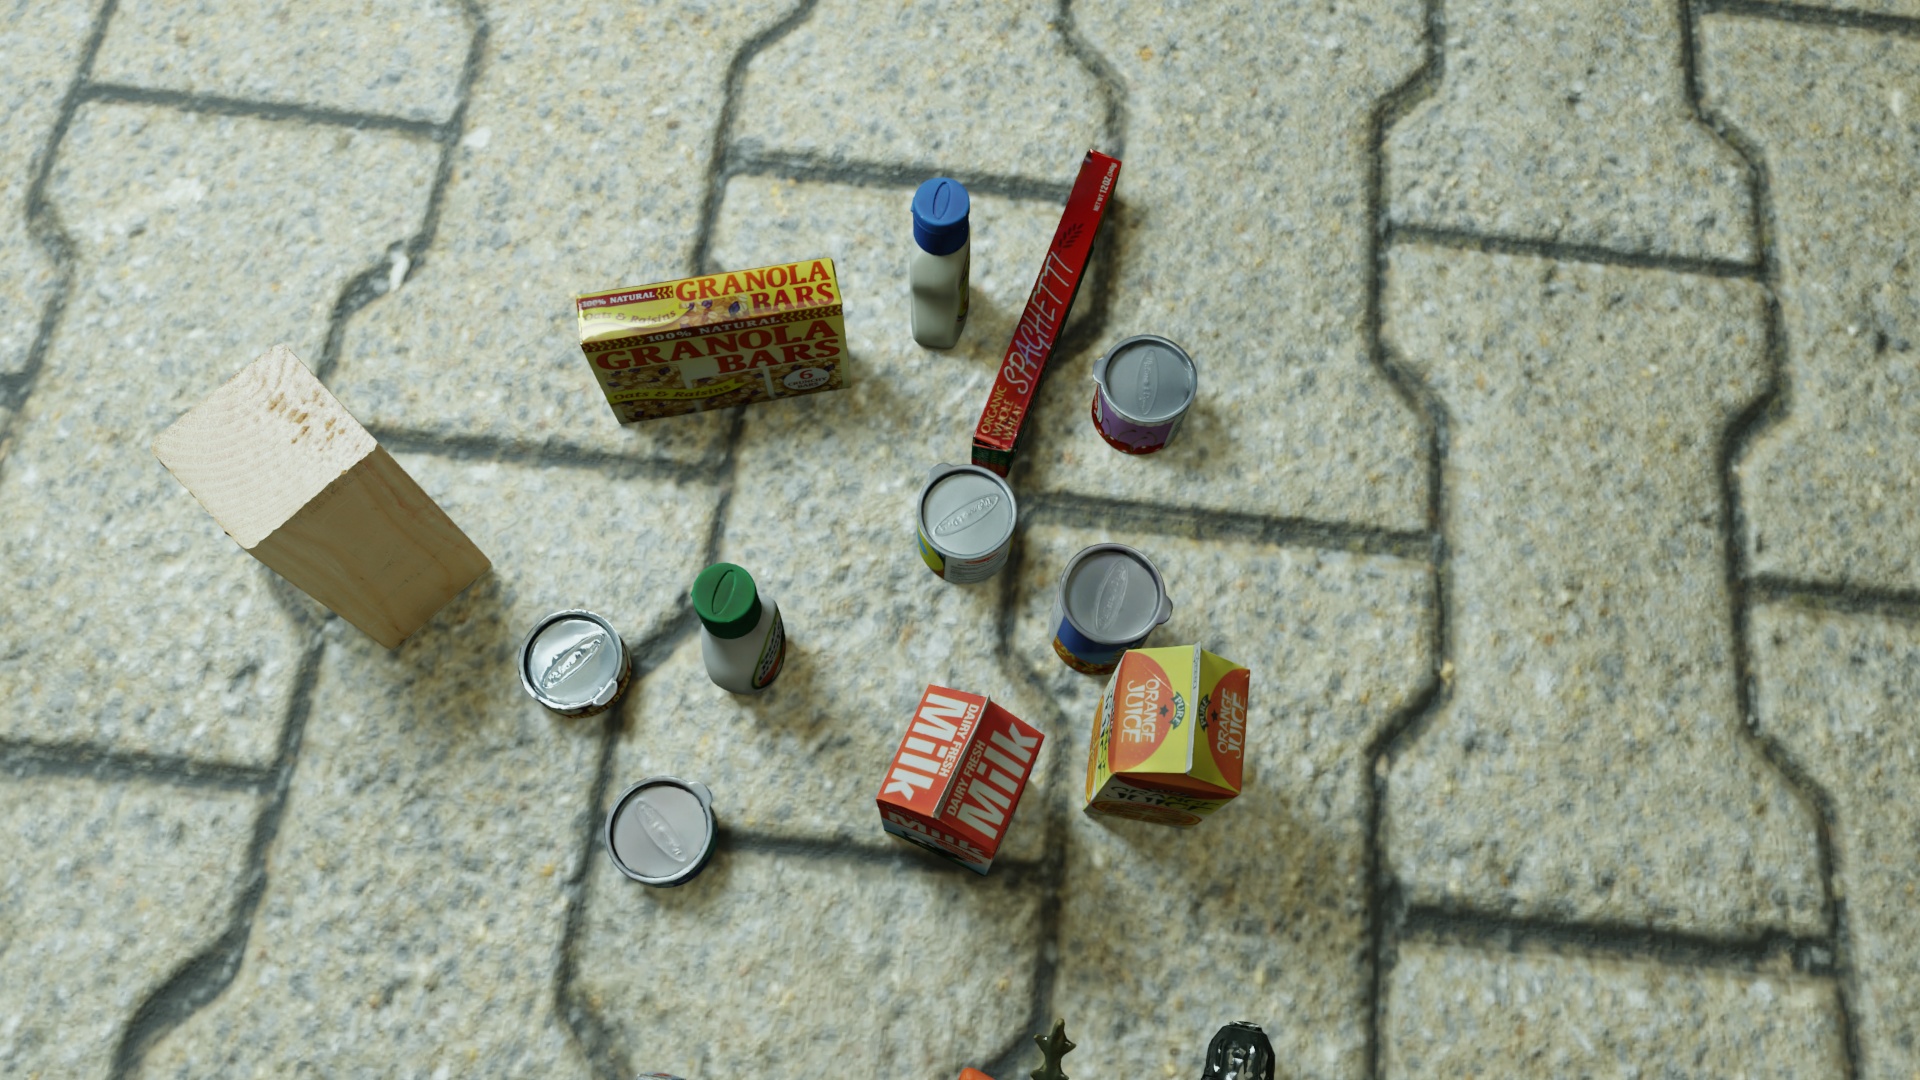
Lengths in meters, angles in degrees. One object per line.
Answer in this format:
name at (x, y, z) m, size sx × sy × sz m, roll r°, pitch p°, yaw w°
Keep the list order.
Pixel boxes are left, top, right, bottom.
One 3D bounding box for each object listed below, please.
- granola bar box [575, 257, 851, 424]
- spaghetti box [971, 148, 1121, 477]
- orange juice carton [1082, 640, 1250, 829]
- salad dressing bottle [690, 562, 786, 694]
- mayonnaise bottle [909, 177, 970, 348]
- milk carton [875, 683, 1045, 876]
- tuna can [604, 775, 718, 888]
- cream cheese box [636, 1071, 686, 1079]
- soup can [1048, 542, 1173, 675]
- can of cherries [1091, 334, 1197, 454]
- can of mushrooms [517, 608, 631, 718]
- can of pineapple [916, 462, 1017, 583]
granola bar box at (-0.160, -0.132, 0.930) m, size 0.166 × 0.123 × 0.039 m, roll -10°, pitch 71°, yaw -5°
spaghetti box at (0.061, -0.162, 0.987) m, size 0.029 × 0.050 × 0.251 m, roll 19°, pitch 71°, yaw 5°
orange juice carton at (0.120, 0.117, 0.813) m, size 0.073 × 0.192 × 0.072 m, roll 9°, pitch 71°, yaw 2°
salad dressing bottle at (-0.136, 0.053, 0.852) m, size 0.044 × 0.147 × 0.064 m, roll 17°, pitch 71°, yaw 4°
mayonnaise bottle at (-0.013, -0.189, 0.942) m, size 0.041 × 0.147 × 0.065 m, roll 10°, pitch 71°, yaw 2°
milk carton at (-0.001, 0.139, 0.802) m, size 0.073 × 0.190 × 0.072 m, roll 23°, pitch 72°, yaw 6°
tuna can at (-0.183, 0.180, 0.865) m, size 0.071 × 0.032 × 0.071 m, roll 1°, pitch 70°, yaw -2°
cream cheese box at (-0.180, 0.359, 0.790) m, size 0.024 × 0.053 × 0.104 m, roll 9°, pitch 70°, yaw 2°
soup can at (0.095, 0.047, 0.895) m, size 0.071 × 0.083 × 0.071 m, roll 1°, pitch 71°, yaw -1°
can of cherries at (0.124, -0.101, 0.962) m, size 0.071 × 0.058 × 0.071 m, roll 1°, pitch 70°, yaw -1°
can of mushrooms at (-0.247, 0.082, 0.898) m, size 0.071 × 0.033 × 0.071 m, roll 1°, pitch 70°, yaw -2°
can of pineapple at (0.003, -0.012, 0.927) m, size 0.071 × 0.057 × 0.071 m, roll 1°, pitch 70°, yaw -1°
